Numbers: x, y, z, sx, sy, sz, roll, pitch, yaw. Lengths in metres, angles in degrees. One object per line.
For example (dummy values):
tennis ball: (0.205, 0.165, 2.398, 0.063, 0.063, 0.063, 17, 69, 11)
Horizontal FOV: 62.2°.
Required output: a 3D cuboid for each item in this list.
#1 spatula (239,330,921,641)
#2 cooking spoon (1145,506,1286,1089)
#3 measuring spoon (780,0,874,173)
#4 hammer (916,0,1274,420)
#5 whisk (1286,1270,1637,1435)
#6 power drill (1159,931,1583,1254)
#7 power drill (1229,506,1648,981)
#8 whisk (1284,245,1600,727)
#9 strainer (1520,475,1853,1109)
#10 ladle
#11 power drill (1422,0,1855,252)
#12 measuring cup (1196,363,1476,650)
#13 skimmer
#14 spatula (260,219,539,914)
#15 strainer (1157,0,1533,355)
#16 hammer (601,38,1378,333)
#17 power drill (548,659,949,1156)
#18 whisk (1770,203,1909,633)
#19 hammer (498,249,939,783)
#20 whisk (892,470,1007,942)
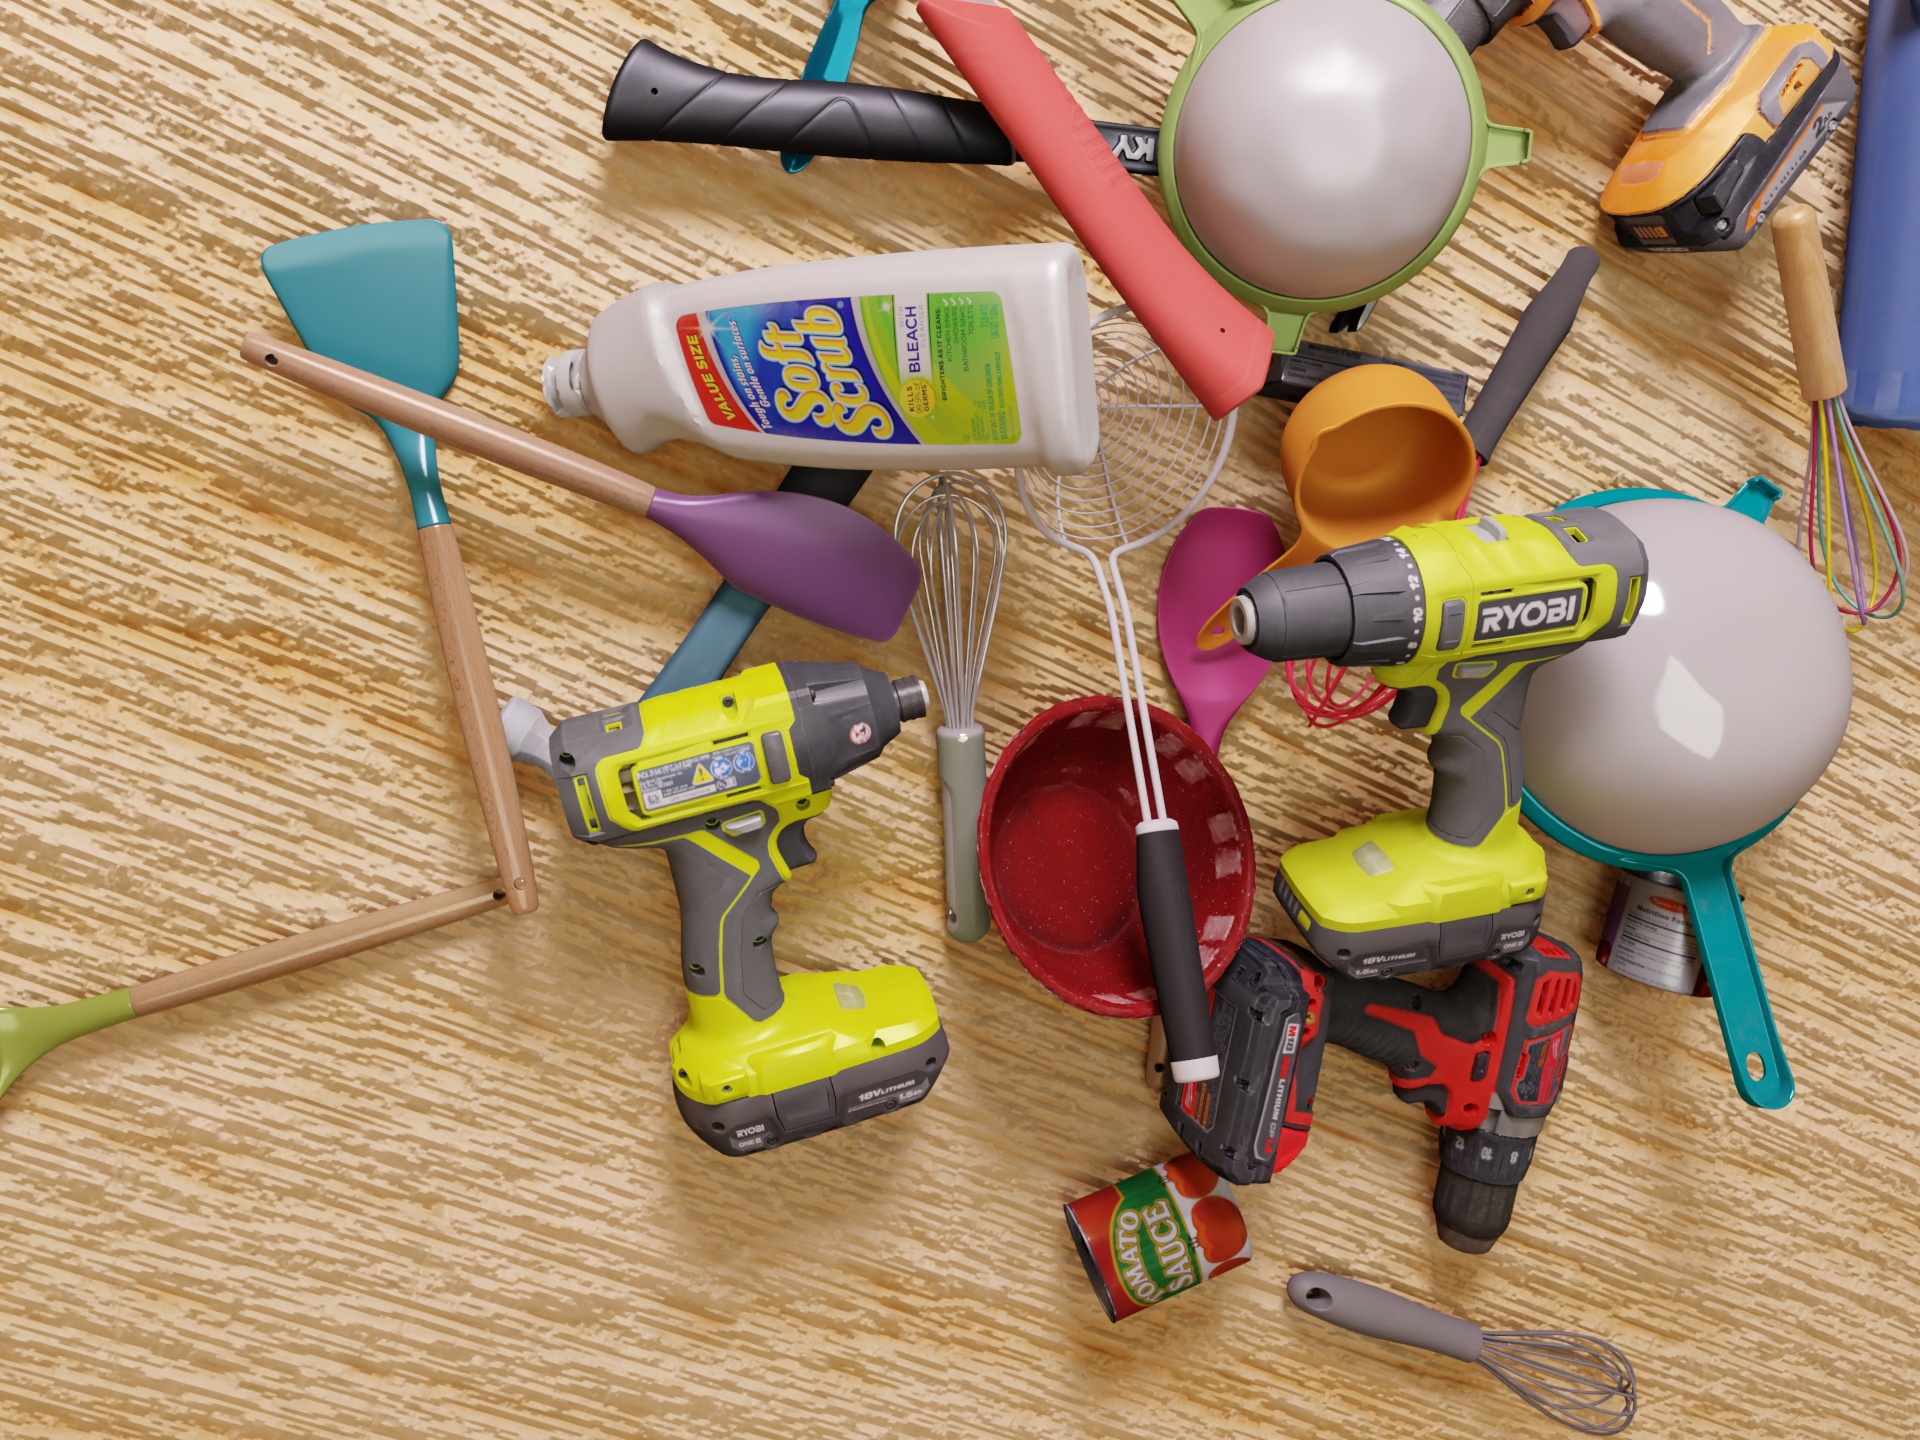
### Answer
spatula: (-0.165, -0.111, 0.727, 0.315, 0.018, 0.059, 20, 111, -16)
cooking spoon: (0.126, 0.046, 0.853, 0.069, 0.017, 0.319, 7, 98, 4)
measuring spoon: (-0.060, -0.323, 0.756, 0.042, 0.021, 0.128, 18, 104, -22)
hammer: (0.016, -0.284, 0.714, 0.149, 0.037, 0.359, -37, 94, -12)
whisk: (0.297, 0.367, 0.933, 0.239, 0.055, 0.055, 21, 94, -10)
power drill: (0.228, 0.205, 0.868, 0.226, 0.080, 0.188, 5, 102, -21)
power drill: (0.218, 0.011, 0.772, 0.190, 0.080, 0.228, -8, 122, -12)
whisk: (0.256, -0.124, 0.835, 0.073, 0.073, 0.296, 32, 87, -15)
strainer: (0.393, 0.034, 0.821, 0.211, 0.095, 0.340, -12, 83, -7)
ladle: (-0.362, 0.128, 0.745, 0.320, 0.062, 0.078, -17, 103, -12)
power drill: (0.316, -0.326, 0.785, 0.226, 0.084, 0.185, 38, 90, -24)
measuring cup: (0.176, -0.105, 0.801, 0.095, 0.052, 0.173, 27, 126, -27)
skimmer: (0.099, -0.013, 0.758, 0.127, 0.090, 0.363, -3, 79, -29)
spatula: (-0.238, -0.064, 0.729, 0.082, 0.044, 0.317, -14, 91, -14)
strainer: (0.130, -0.299, 0.711, 0.151, 0.069, 0.256, -38, 100, 18)
hammer: (0.037, -0.274, 0.765, 0.408, 0.036, 0.149, 0, 101, -14)
power drill: (-0.084, 0.084, 0.762, 0.171, 0.080, 0.223, -15, 114, -9)
whisk: (0.460, -0.152, 0.842, 0.047, 0.051, 0.244, -25, 114, 0)
hammer: (-0.087, -0.090, 0.778, 0.128, 0.033, 0.331, 34, 91, -14)
whisk: (-0.001, -0.003, 0.804, 0.059, 0.058, 0.246, -7, 105, -16)
